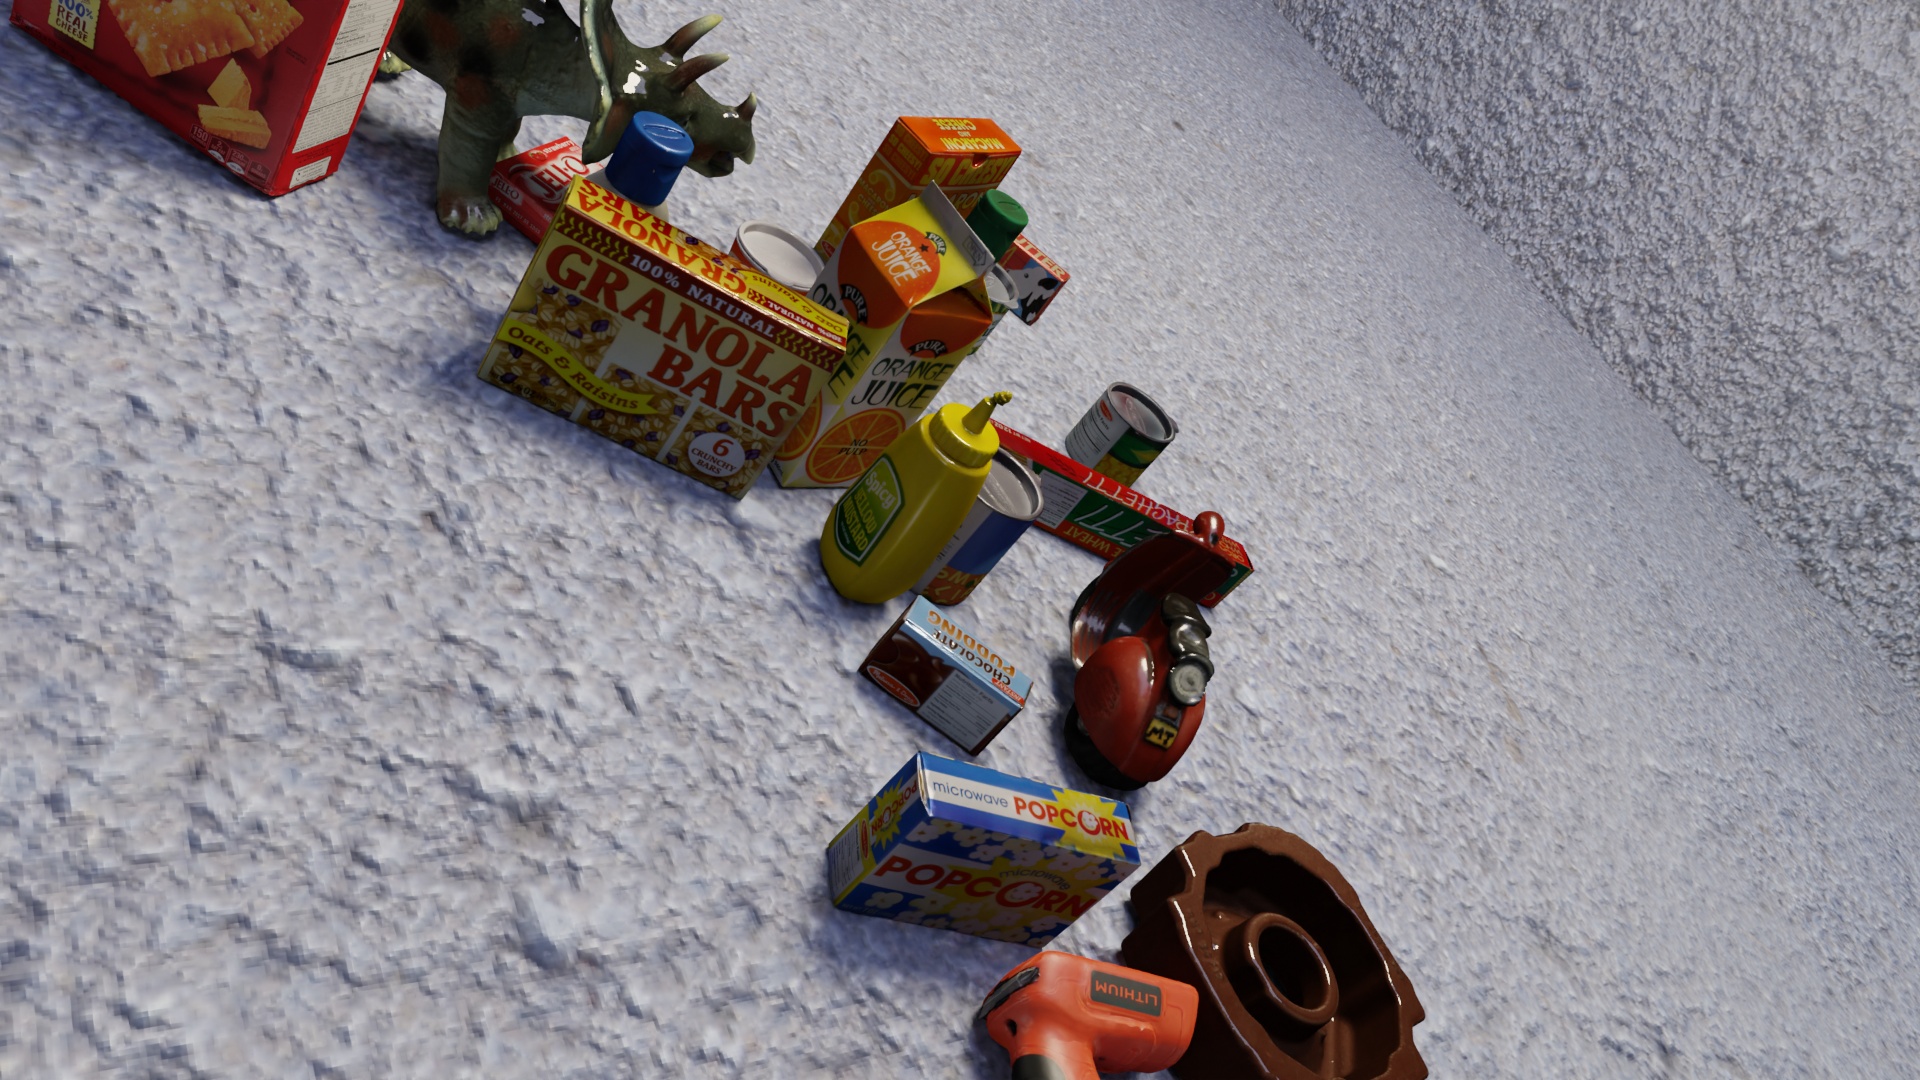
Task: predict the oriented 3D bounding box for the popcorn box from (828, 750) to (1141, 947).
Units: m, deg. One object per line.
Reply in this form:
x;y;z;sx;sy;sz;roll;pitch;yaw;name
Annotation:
0.011;0.151;0.668;0.127;0.085;0.038;19;38;-29;popcorn box

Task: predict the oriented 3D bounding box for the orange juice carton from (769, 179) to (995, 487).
-0.051;-0.120;0.835;0.073;0.191;0.072;-2;51;-47;orange juice carton

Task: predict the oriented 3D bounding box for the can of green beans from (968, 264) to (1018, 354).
0.003;-0.189;1.098;0.071;0.057;0.071;27;35;-20;can of green beans

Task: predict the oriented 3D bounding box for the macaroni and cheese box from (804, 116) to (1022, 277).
-0.041;-0.224;0.994;0.040;0.165;0.124;48;33;12;macaroni and cheese box

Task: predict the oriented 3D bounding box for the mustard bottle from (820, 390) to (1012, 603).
-0.022;-0.032;0.787;0.049;0.159;0.065;9;43;-39;mustard bottle

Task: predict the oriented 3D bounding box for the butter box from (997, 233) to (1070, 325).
0.039;-0.240;1.200;0.103;0.053;0.024;41;32;2;butter box

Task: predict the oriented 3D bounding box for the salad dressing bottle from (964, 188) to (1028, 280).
-0.007;-0.184;0.998;0.044;0.147;0.064;51;34;17;salad dressing bottle

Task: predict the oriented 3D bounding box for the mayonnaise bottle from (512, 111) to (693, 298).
-0.200;-0.173;0.789;0.065;0.147;0.041;-9;56;-50;mayonnaise bottle

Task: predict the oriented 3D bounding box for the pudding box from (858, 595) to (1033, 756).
-0.008;0.075;0.774;0.083;0.049;0.030;37;32;-5;pudding box

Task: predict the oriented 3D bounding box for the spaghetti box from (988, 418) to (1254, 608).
0.099;-0.018;0.995;0.250;0.050;0.029;24;35;-23;spaghetti box

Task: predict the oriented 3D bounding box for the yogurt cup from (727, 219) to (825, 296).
-0.133;-0.177;0.950;0.072;0.053;0.073;27;35;-20;yogurt cup

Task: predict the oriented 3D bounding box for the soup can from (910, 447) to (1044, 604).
0.003;-0.011;0.857;0.071;0.083;0.072;27;35;-20;soup can

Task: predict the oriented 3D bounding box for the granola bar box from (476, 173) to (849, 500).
-0.163;-0.106;0.768;0.165;0.123;0.039;26;35;-21;granola bar box

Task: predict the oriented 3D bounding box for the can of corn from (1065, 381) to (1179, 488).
0.127;-0.081;1.091;0.071;0.058;0.071;27;35;-20;can of corn
